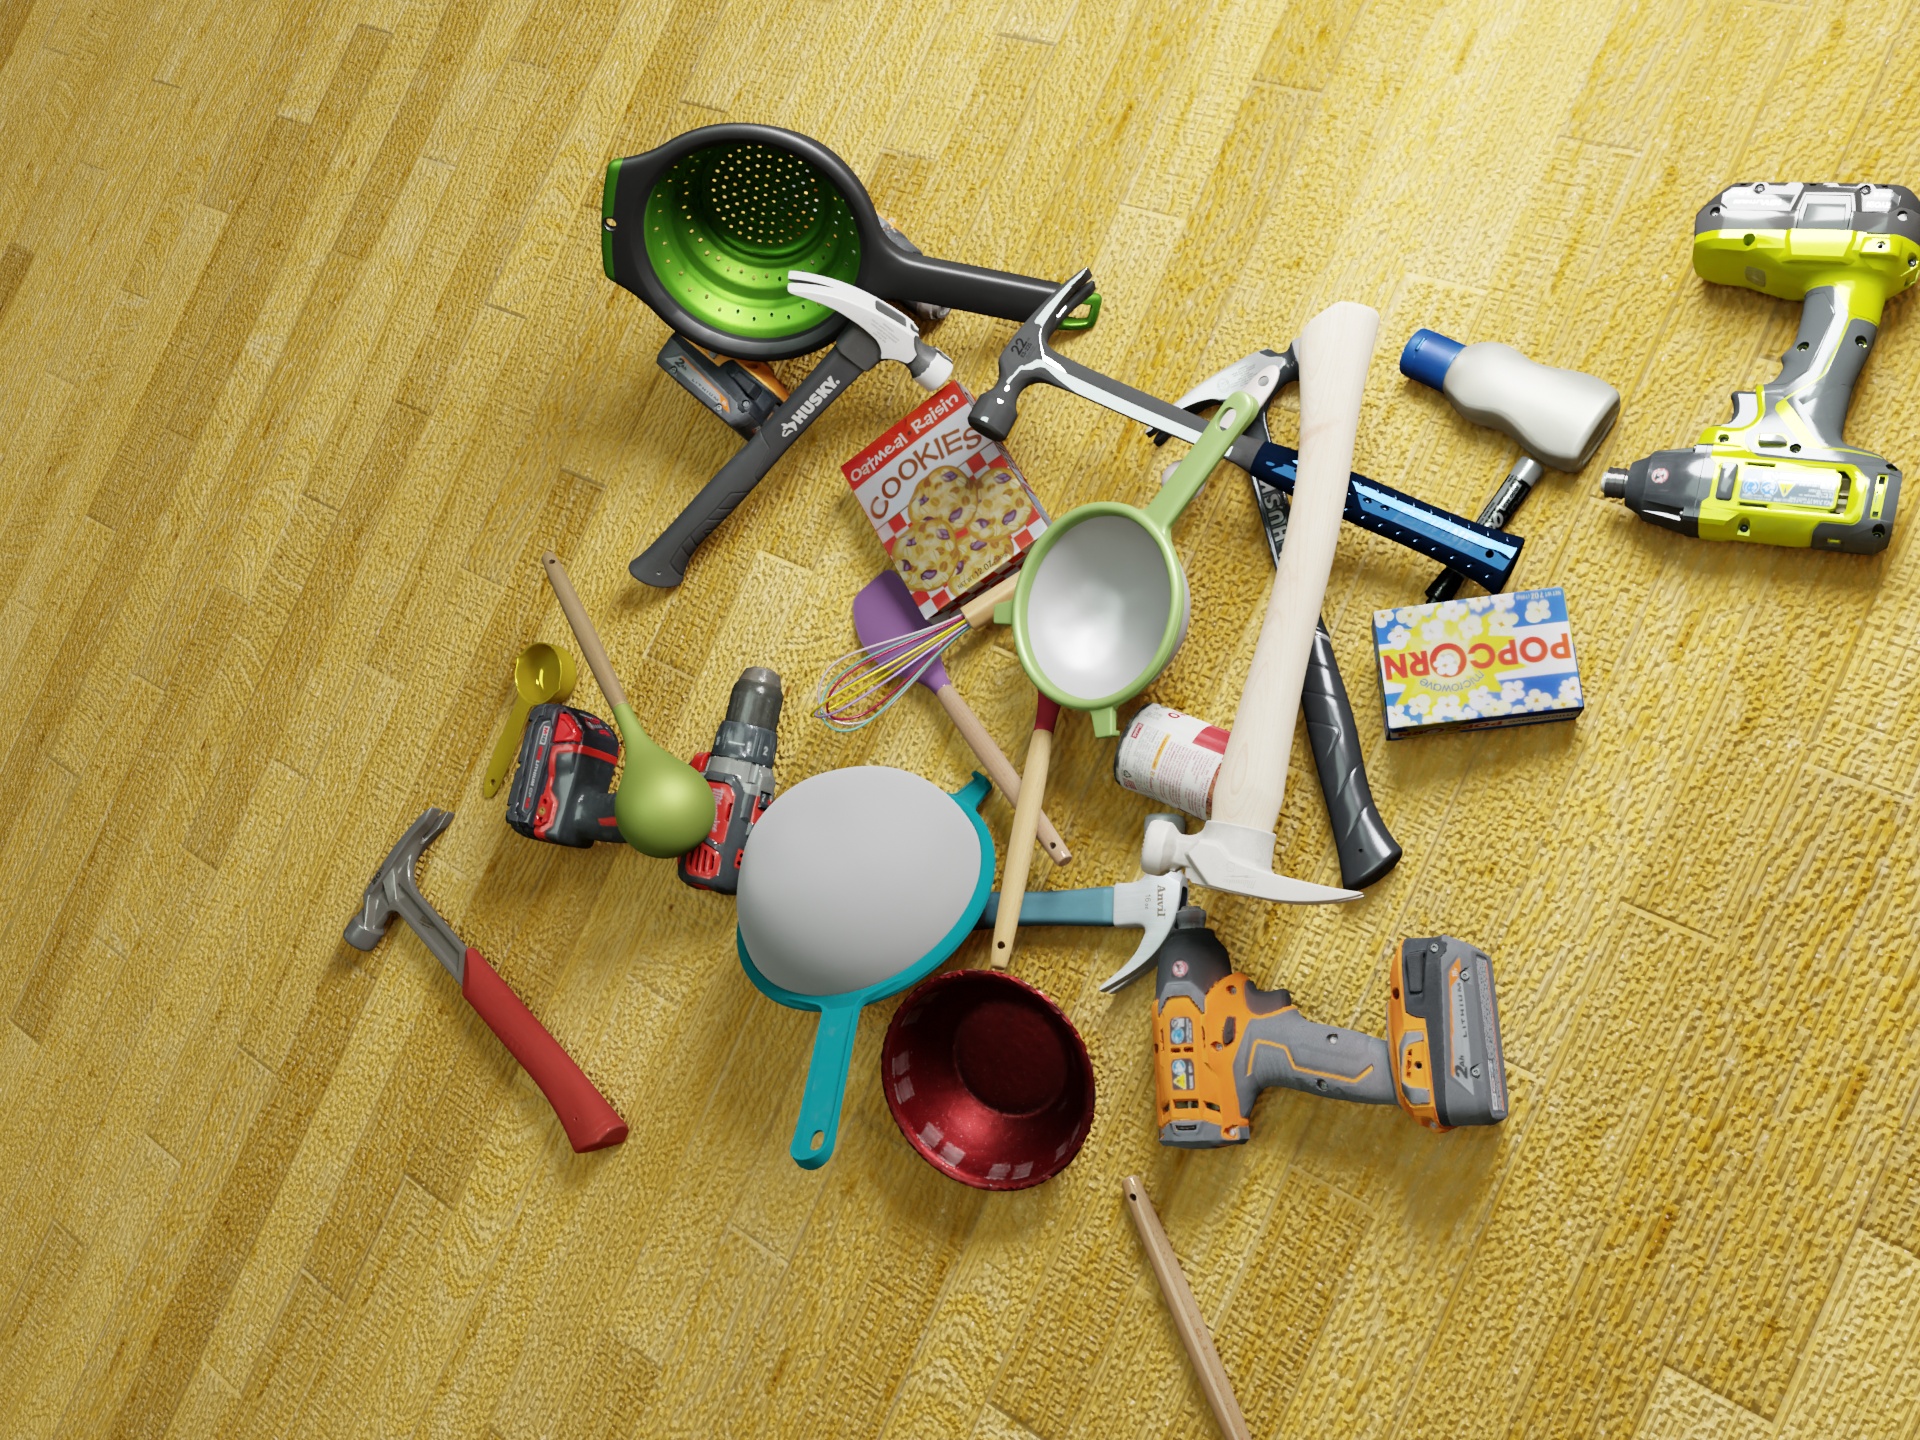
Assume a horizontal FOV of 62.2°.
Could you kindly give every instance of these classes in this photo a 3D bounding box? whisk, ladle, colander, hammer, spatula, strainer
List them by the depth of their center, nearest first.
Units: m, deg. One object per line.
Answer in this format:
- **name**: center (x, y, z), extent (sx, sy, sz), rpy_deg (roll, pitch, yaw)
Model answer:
- **spatula**: center (0.171, 0.451, 1.042), extent (0.082, 0.044, 0.318), rpy_deg (-32, 65, 19)
- **hammer**: center (0.235, -0.082, 1.070), extent (0.146, 0.038, 0.411), rpy_deg (11, 83, 18)
- **strainer**: center (-0.094, 0.146, 1.125), extent (0.211, 0.095, 0.341), rpy_deg (-12, 40, 19)
- **strainer**: center (0.142, -0.119, 1.135), extent (0.256, 0.069, 0.152), rpy_deg (-55, 53, 21)
- **hammer**: center (0.206, -0.198, 1.140), extent (0.406, 0.035, 0.144), rpy_deg (28, 87, 21)
- **hammer**: center (0.241, -0.078, 1.146), extent (0.149, 0.036, 0.409), rpy_deg (-18, 70, 22)
- **ladle**: center (0.058, 0.032, 1.171), extent (0.069, 0.031, 0.316), rpy_deg (6, 65, 13)
- **hammer**: center (0.010, 0.142, 1.202), extent (0.331, 0.033, 0.128), rpy_deg (-5, 74, 25)
- **whisk**: center (-0.013, -0.066, 1.238), extent (0.245, 0.047, 0.051), rpy_deg (-32, 56, 1)
- **spatula**: center (-0.002, -0.004, 1.238), extent (0.060, 0.018, 0.316), rpy_deg (-41, 56, 8)
- **colander**: center (-0.082, -0.384, 1.280), extent (0.397, 0.204, 0.095), rpy_deg (10, 46, -6)
- **ladle**: center (-0.286, -0.021, 1.305), extent (0.078, 0.062, 0.320), rpy_deg (-21, 56, -18)
- **hammer**: center (-0.170, -0.226, 1.325), extent (0.334, 0.146, 0.035), rpy_deg (-41, 32, 27)
- **hammer**: center (-0.399, 0.233, 1.374), extent (0.359, 0.036, 0.149), rpy_deg (39, 95, 28)

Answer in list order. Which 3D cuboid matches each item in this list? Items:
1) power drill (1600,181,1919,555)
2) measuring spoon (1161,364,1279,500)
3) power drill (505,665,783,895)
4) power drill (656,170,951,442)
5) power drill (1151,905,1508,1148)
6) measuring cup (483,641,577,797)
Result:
- **power drill**: center (0.521, -0.225, 1.026), extent (0.171, 0.080, 0.223), rpy_deg (11, 85, 27)
- **measuring spoon**: center (0.191, -0.214, 1.173), extent (0.034, 0.018, 0.124), rpy_deg (43, 99, 28)
- **power drill**: center (-0.254, 0.037, 1.333), extent (0.227, 0.080, 0.188), rpy_deg (9, 81, 24)
- **power drill**: center (-0.128, -0.342, 1.365), extent (0.185, 0.084, 0.226), rpy_deg (41, 91, 20)
- **power drill**: center (0.234, 0.197, 1.056), extent (0.226, 0.084, 0.164), rpy_deg (-10, 73, 27)
- **measuring cup**: center (-0.392, 0.002, 1.440), extent (0.062, 0.029, 0.156), rpy_deg (34, 105, 28)
